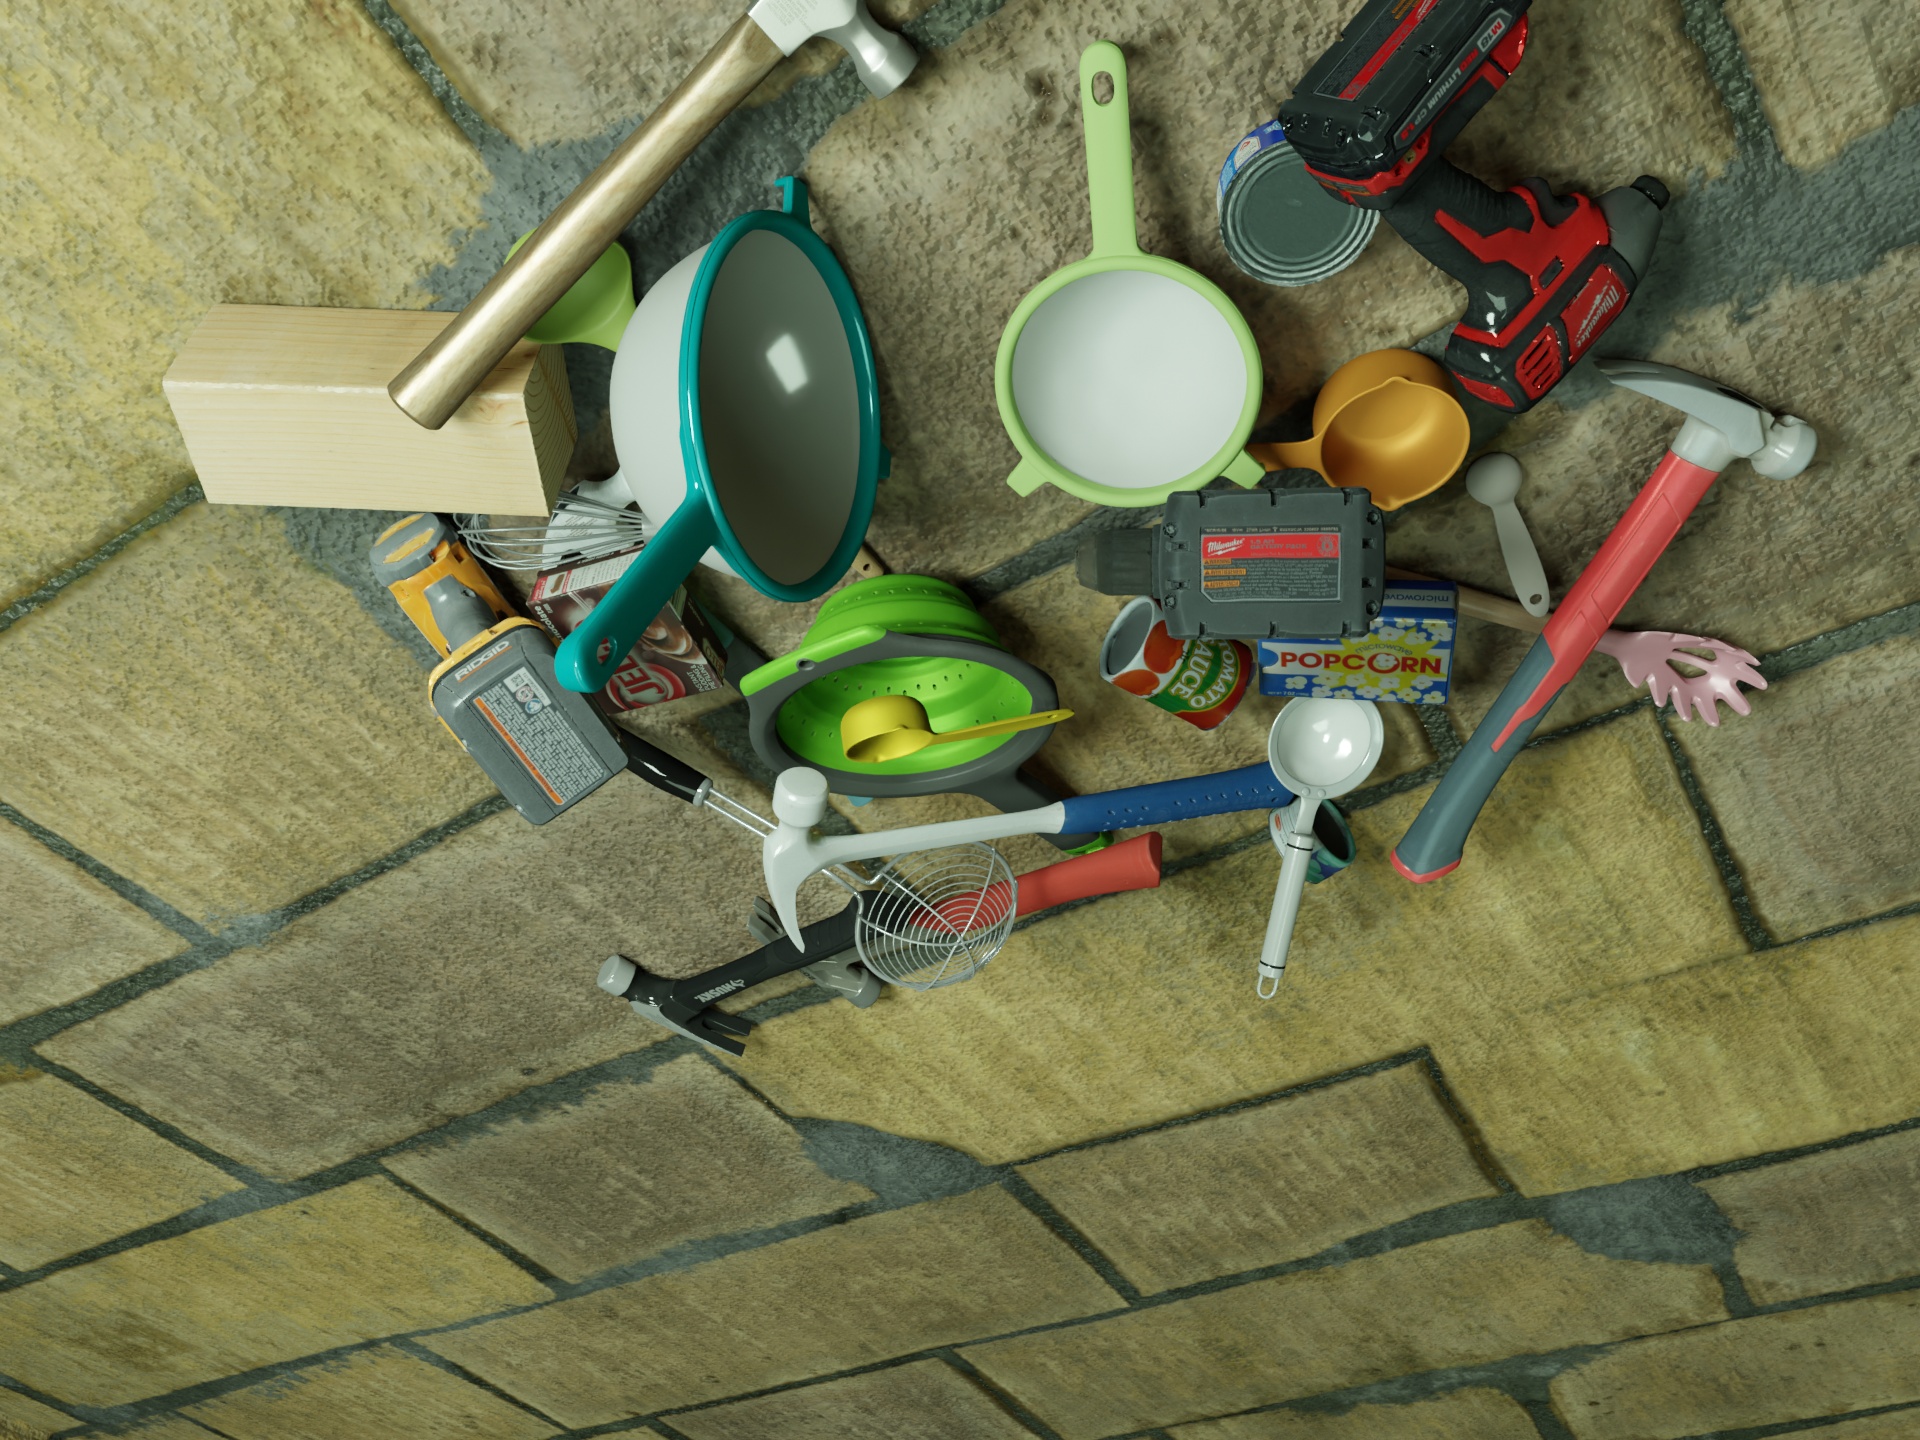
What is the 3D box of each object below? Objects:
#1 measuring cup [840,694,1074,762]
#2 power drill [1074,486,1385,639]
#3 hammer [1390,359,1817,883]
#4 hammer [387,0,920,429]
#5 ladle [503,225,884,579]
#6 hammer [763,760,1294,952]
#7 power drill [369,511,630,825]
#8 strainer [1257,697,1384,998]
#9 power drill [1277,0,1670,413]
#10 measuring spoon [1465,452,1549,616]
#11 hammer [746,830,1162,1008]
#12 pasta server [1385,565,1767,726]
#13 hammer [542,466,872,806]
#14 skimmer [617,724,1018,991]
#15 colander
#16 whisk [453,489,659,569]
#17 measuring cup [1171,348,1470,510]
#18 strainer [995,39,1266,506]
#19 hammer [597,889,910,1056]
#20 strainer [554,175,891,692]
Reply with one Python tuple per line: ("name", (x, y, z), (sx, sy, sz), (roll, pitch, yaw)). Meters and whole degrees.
("measuring cup", (-0.002, -0.003, 1.012), (0.156, 0.029, 0.062), (-9, 162, -20))
("power drill", (0.156, -0.094, 0.943), (0.188, 0.227, 0.080), (0, 96, 8))
("hammer", (0.376, -0.047, 1.036), (0.143, 0.038, 0.386), (17, 123, -13))
("hammer", (-0.183, -0.277, 0.833), (0.331, 0.031, 0.130), (-41, 119, 14))
("ladle", (-0.149, -0.179, 0.974), (0.078, 0.062, 0.319), (-40, 126, 10))
("hammer", (0.056, 0.073, 1.106), (0.405, 0.035, 0.144), (-7, 133, -25))
("power drill", (-0.292, -0.022, 1.035), (0.084, 0.226, 0.185), (-36, 131, -10))
("strainer", (0.246, 0.079, 1.150), (0.087, 0.050, 0.258), (9, 99, -12))
("power drill", (0.277, -0.275, 0.821), (0.219, 0.079, 0.143), (37, 97, -34))
("measuring spoon", (0.355, -0.114, 1.015), (0.034, 0.018, 0.124), (-21, 118, 18))
("hammer", (0.001, 0.148, 1.270), (0.359, 0.037, 0.149), (-22, 130, 33))
("pasta server", (0.389, -0.063, 1.067), (0.316, 0.040, 0.060), (15, 122, -9))
("hammer", (-0.160, -0.045, 1.120), (0.128, 0.033, 0.330), (-26, 128, 25))
("skimmer", (-0.129, 0.079, 1.181), (0.363, 0.090, 0.127), (29, 102, 8))
("colander", (0.003, -0.003, 1.128), (0.204, 0.095, 0.396), (-21, 148, 25))
("whisk", (-0.196, -0.123, 0.994), (0.239, 0.055, 0.055), (-2, 135, -2))
("measuring cup", (0.214, -0.175, 0.958), (0.173, 0.052, 0.095), (-4, 134, 10))
("strainer", (0.092, -0.248, 0.891), (0.151, 0.069, 0.256), (0, 122, 14))
("hammer", (-0.157, 0.204, 1.319), (0.146, 0.035, 0.335), (37, 138, -26))
("strainer", (-0.151, -0.129, 0.843), (0.095, 0.341, 0.210), (2, 131, 24))
